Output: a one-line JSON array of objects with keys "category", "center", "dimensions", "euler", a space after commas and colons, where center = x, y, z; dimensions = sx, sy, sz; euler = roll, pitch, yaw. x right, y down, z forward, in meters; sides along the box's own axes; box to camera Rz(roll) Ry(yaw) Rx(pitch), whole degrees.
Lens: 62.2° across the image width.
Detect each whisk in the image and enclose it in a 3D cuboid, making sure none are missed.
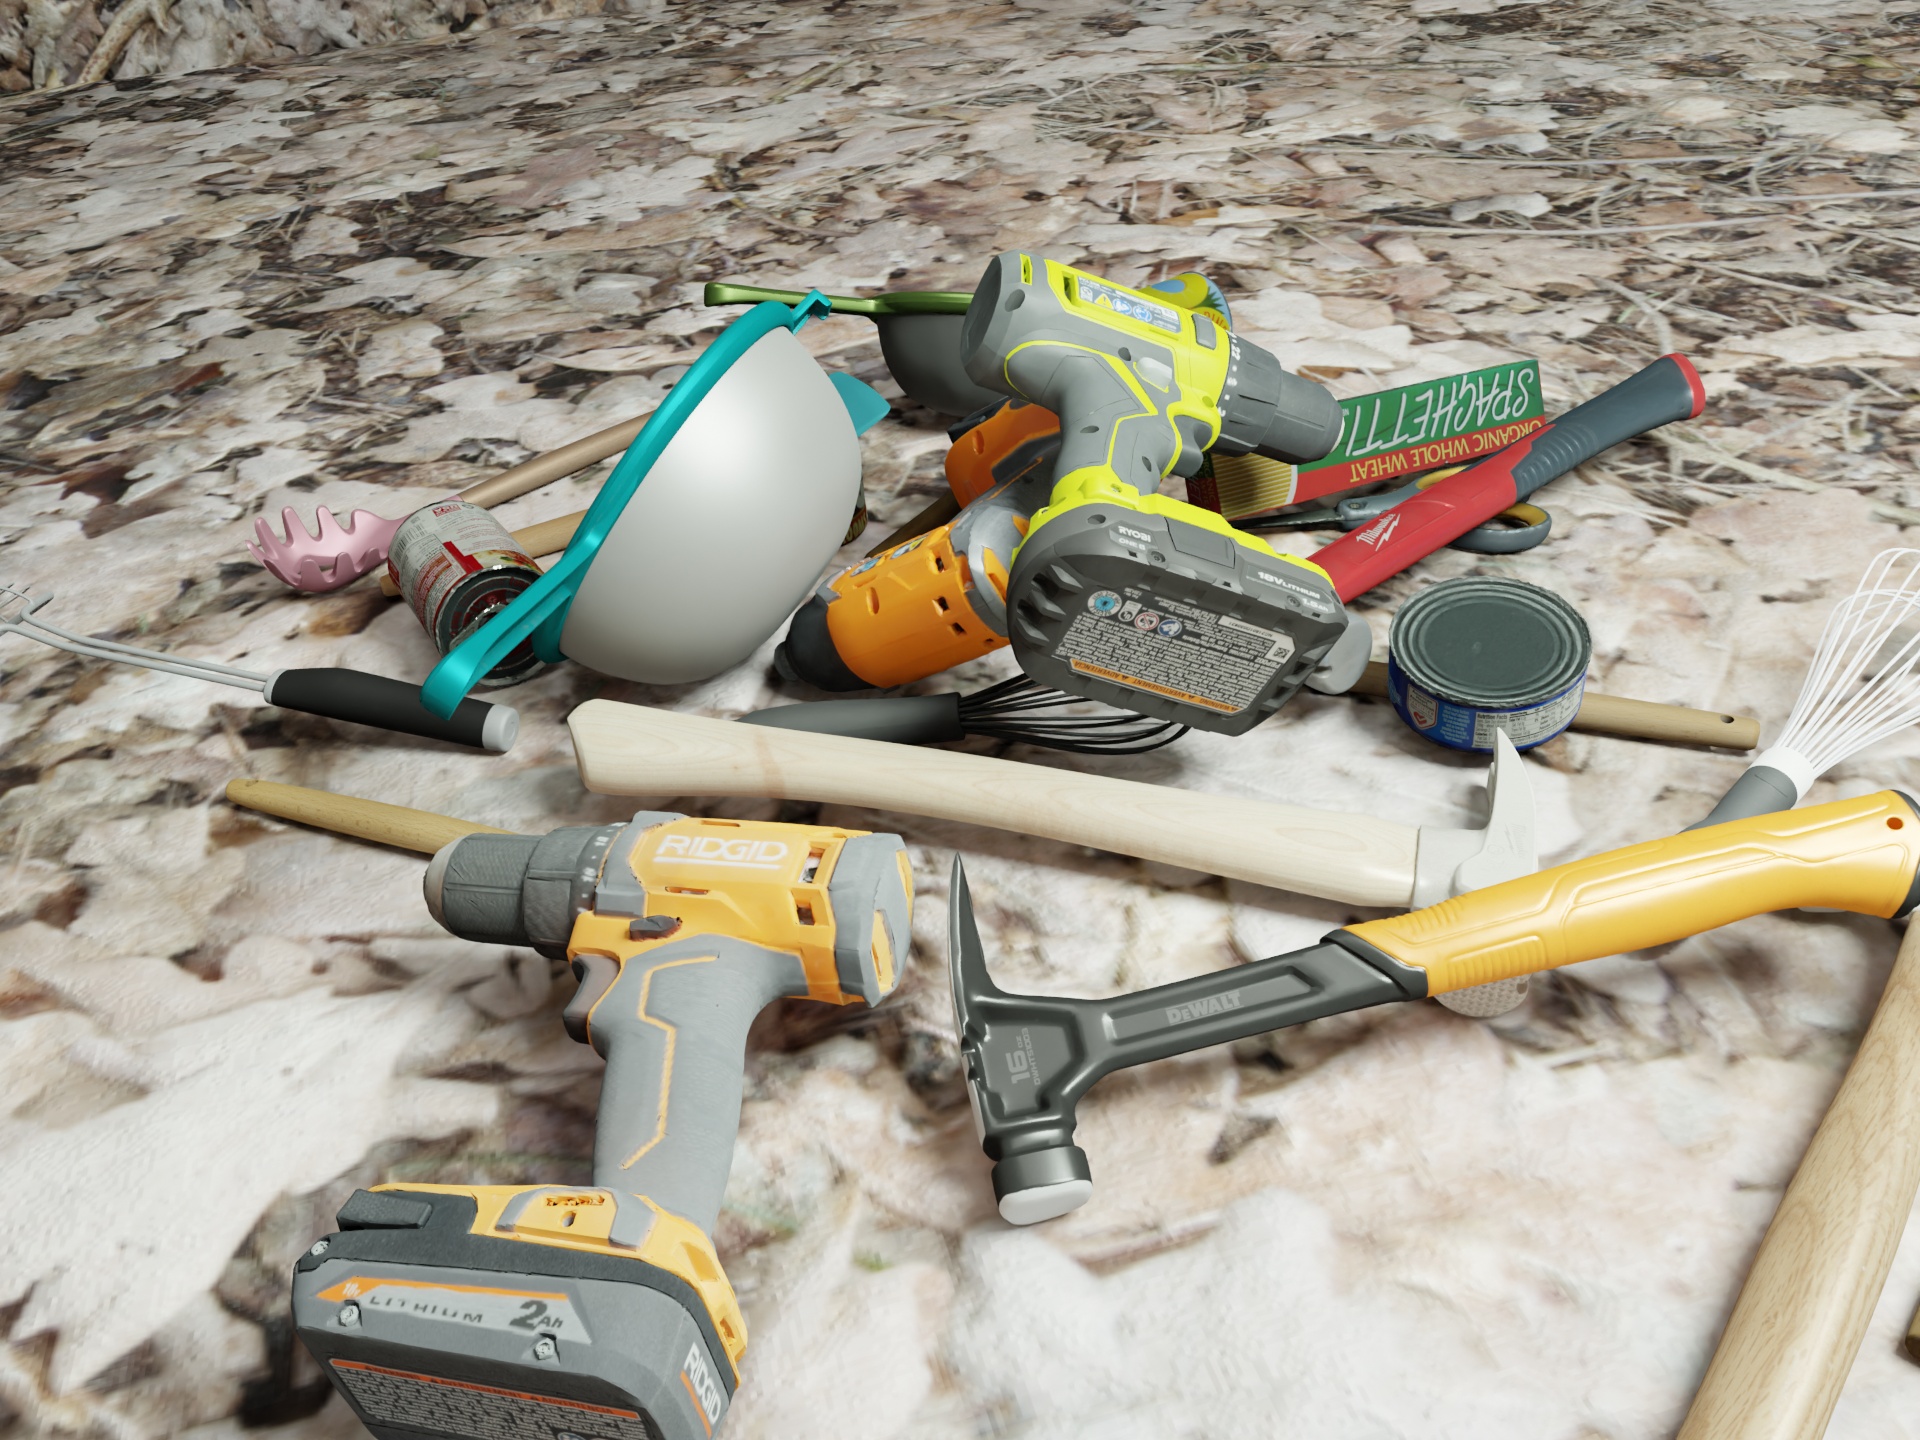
[{"category": "whisk", "center": [0.027, -0.148, 0.945], "dimensions": [0.047, 0.051, 0.245], "euler": [25, 47, 28]}, {"category": "whisk", "center": [-0.001, -0.003, 0.736], "dimensions": [0.239, 0.055, 0.055], "euler": [-6, 34, 7]}, {"category": "whisk", "center": [0.355, 0.007, 0.661], "dimensions": [0.284, 0.070, 0.070], "euler": [-34, 43, -28]}]

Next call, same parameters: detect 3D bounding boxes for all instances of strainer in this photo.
[{"category": "strainer", "center": [-0.126, -0.065, 0.730], "dimensions": [0.095, 0.211, 0.340], "euler": [34, 29, -5]}, {"category": "strainer", "center": [-0.037, -0.231, 1.005], "dimensions": [0.256, 0.069, 0.151], "euler": [0, 8, -23]}]

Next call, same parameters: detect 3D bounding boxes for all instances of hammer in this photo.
[{"category": "hammer", "center": [0.163, 0.071, 0.546], "dimensions": [0.337, 0.034, 0.127], "euler": [-13, 57, -1]}, {"category": "hammer", "center": [0.028, 0.028, 0.675], "dimensions": [0.411, 0.038, 0.146], "euler": [8, 35, 15]}, {"category": "hammer", "center": [0.274, 0.135, 0.478], "dimensions": [0.130, 0.031, 0.331], "euler": [-8, 27, 50]}, {"category": "hammer", "center": [0.263, -0.126, 0.850], "dimensions": [0.386, 0.038, 0.143], "euler": [-29, 38, -30]}]

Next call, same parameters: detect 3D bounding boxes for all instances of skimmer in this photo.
[{"category": "skimmer", "center": [-0.398, -0.004, 0.807], "dimensions": [0.363, 0.090, 0.127], "euler": [11, 33, 6]}]

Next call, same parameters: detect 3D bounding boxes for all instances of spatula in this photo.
[{"category": "spatula", "center": [-0.195, -0.139, 0.960], "dimensions": [0.317, 0.044, 0.082], "euler": [-22, 37, -20]}]

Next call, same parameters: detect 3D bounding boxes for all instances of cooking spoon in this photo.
[{"category": "cooking spoon", "center": [0.201, -0.018, 0.750], "dimensions": [0.319, 0.017, 0.069], "euler": [10, 39, 22]}]

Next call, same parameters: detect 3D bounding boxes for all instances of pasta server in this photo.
[{"category": "pasta server", "center": [-0.291, -0.151, 0.998], "dimensions": [0.060, 0.040, 0.316], "euler": [34, 48, 27]}]

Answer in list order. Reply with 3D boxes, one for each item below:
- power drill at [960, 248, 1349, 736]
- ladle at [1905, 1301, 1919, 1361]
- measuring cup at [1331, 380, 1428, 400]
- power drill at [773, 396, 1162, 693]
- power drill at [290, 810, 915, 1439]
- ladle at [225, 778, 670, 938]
[{"category": "power drill", "center": [0.098, -0.107, 0.708], "dimensions": [0.190, 0.080, 0.229], "euler": [15, 45, -17]}, {"category": "ladle", "center": [0.383, 0.092, 0.532], "dimensions": [0.078, 0.062, 0.320], "euler": [24, 46, 39]}, {"category": "measuring cup", "center": [0.233, -0.197, 0.986], "dimensions": [0.167, 0.038, 0.083], "euler": [-25, 39, -23]}, {"category": "power drill", "center": [0.005, -0.094, 0.814], "dimensions": [0.164, 0.084, 0.226], "euler": [-19, 23, 40]}, {"category": "power drill", "center": [-0.128, 0.117, 0.526], "dimensions": [0.185, 0.084, 0.226], "euler": [3, 41, 15]}, {"category": "ladle", "center": [-0.203, 0.055, 0.694], "dimensions": [0.315, 0.031, 0.069], "euler": [9, 30, 23]}]
